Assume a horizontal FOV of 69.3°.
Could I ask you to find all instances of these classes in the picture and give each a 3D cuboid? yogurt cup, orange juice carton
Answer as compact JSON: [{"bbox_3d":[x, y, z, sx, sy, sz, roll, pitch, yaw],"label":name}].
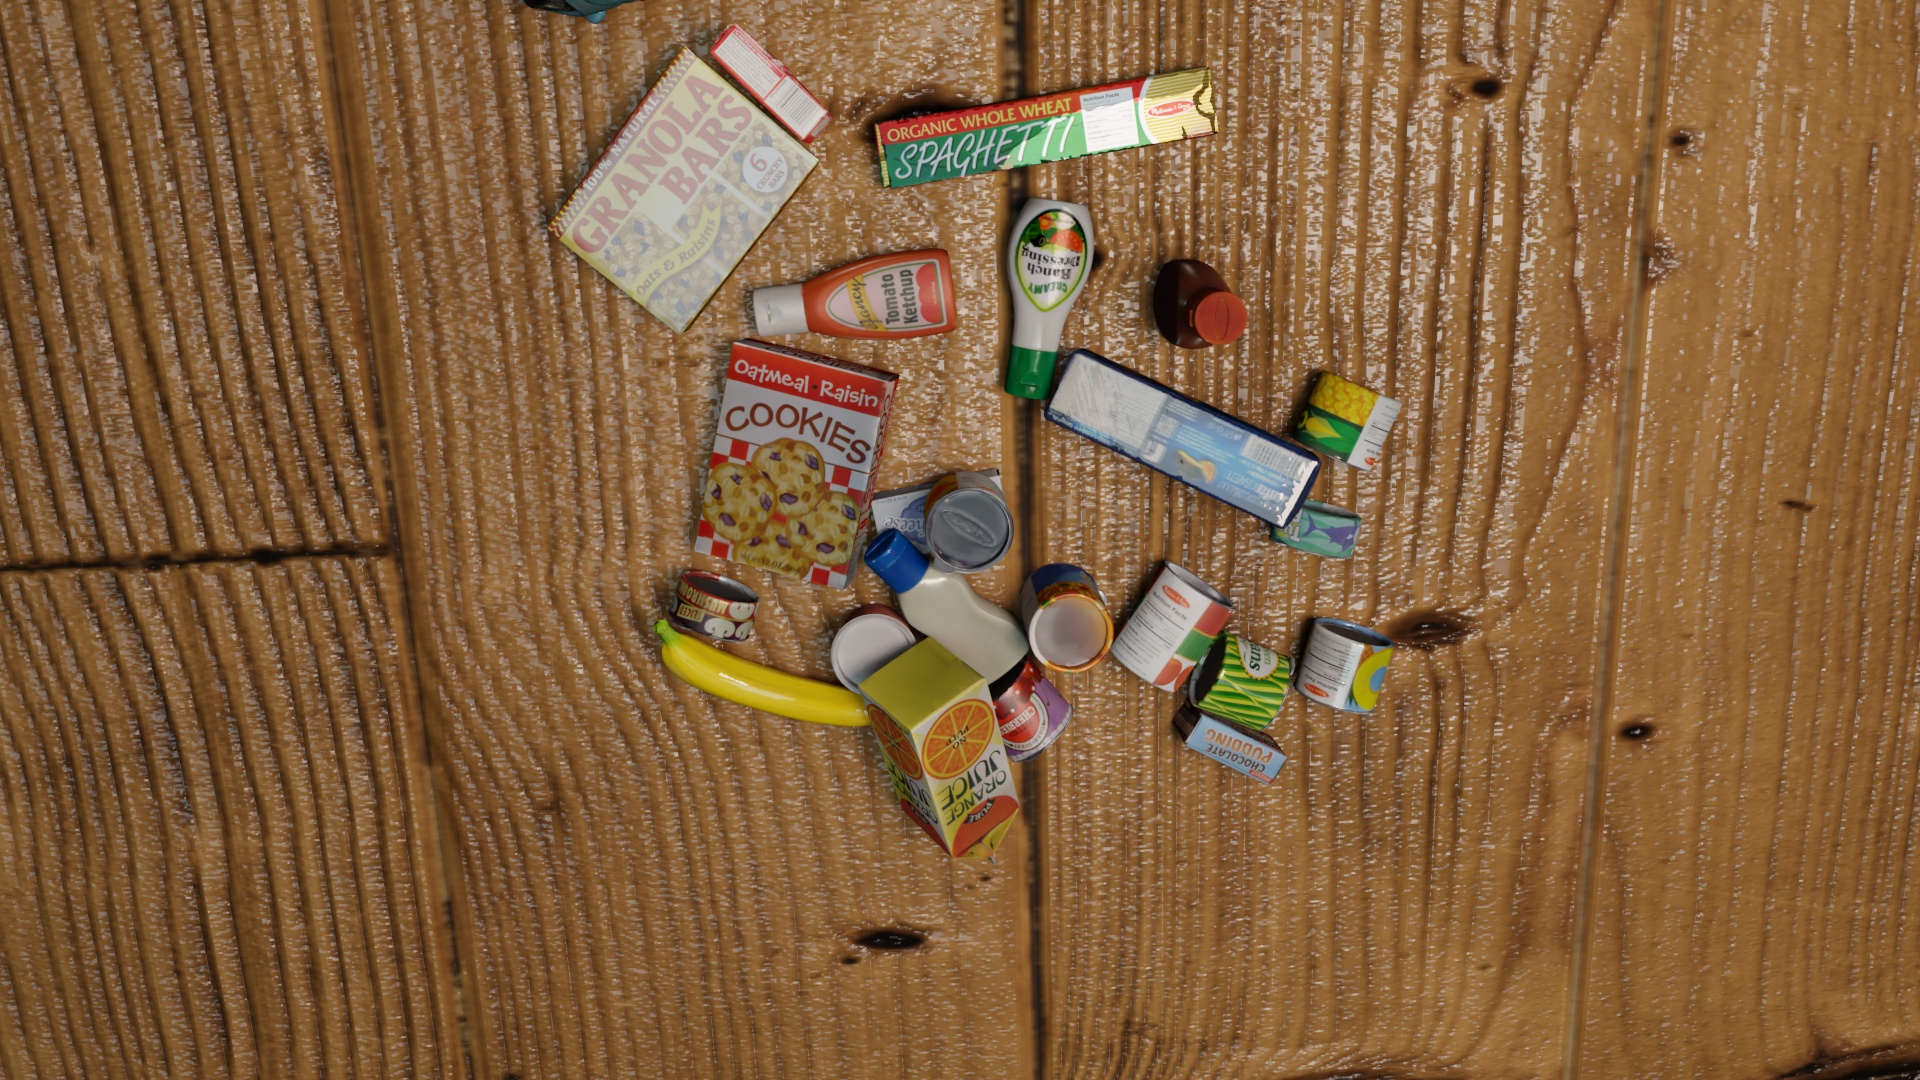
[{"bbox_3d":[-0.068,0.084,1.103,0.072,0.054,0.072,-1,104,-2],"label":"yogurt cup"},{"bbox_3d":[-0.011,0.176,1.089,0.073,0.072,0.191,-34,132,-23],"label":"orange juice carton"}]

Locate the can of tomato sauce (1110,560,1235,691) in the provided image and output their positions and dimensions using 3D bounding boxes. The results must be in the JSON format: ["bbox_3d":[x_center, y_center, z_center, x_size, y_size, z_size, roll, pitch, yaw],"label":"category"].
[{"bbox_3d":[0.168,0.069,1.105,0.071,0.071,0.083,31,102,-10],"label":"can of tomato sauce"}]

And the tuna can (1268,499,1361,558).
[{"bbox_3d":[0.276,-0.011,1.087,0.071,0.071,0.032,10,103,-5],"label":"tuna can"}]

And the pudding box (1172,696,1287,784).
[{"bbox_3d":[0.220,0.164,1.138,0.084,0.050,0.030,27,101,-9],"label":"pudding box"}]

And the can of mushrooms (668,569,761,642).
[{"bbox_3d":[-0.192,0.051,1.081,0.071,0.071,0.033,21,101,-7],"label":"can of mushrooms"}]

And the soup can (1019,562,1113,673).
[{"bbox_3d":[0.085,0.060,1.088,0.071,0.084,0.071,-1,104,-3],"label":"soup can"}]

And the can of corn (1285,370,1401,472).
[{"bbox_3d":[0.295,-0.093,1.069,0.071,0.071,0.058,22,102,-8],"label":"can of corn"}]

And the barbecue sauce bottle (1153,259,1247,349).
[{"bbox_3d":[0.172,-0.167,1.001,0.044,0.149,0.064,-1,105,-1],"label":"barbecue sauce bottle"}]

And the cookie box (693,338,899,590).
[{"bbox_3d":[-0.126,-0.059,1.061,0.123,0.040,0.167,15,104,6],"label":"cookie box"}]

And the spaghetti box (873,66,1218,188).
[{"bbox_3d":[0.062,-0.304,1.023,0.250,0.029,0.050,-10,105,0],"label":"spaghetti box"}]

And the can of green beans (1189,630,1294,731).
[{"bbox_3d":[0.224,0.112,1.117,0.058,0.071,0.071,23,102,-7],"label":"can of green beans"}]

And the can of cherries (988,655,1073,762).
[{"bbox_3d":[0.047,0.135,1.112,0.071,0.071,0.058,-39,103,7],"label":"can of cherries"}]

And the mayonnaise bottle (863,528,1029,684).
[{"bbox_3d":[-0.013,0.051,1.089,0.064,0.041,0.148,-40,114,11],"label":"mayonnaise bottle"}]

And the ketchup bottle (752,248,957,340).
[{"bbox_3d":[-0.079,-0.179,1.042,0.149,0.043,0.064,-7,105,0],"label":"ketchup bottle"}]

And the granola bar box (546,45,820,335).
[{"bbox_3d":[-0.202,-0.255,1.019,0.124,0.039,0.165,39,100,-12],"label":"granola bar box"}]

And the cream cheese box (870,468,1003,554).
[{"bbox_3d":[-0.015,-0.020,1.094,0.104,0.024,0.053,-12,106,1],"label":"cream cheese box"}]

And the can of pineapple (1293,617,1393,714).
[{"bbox_3d":[0.309,0.100,1.119,0.071,0.071,0.057,13,104,-6],"label":"can of pineapple"}]

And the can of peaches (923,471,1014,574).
[{"bbox_3d":[0.004,-0.013,1.053,0.071,0.058,0.071,-1,106,-3],"label":"can of peaches"}]

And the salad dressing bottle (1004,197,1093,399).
[{"bbox_3d":[0.062,-0.181,1.047,0.064,0.044,0.147,8,104,-3],"label":"salad dressing bottle"}]
